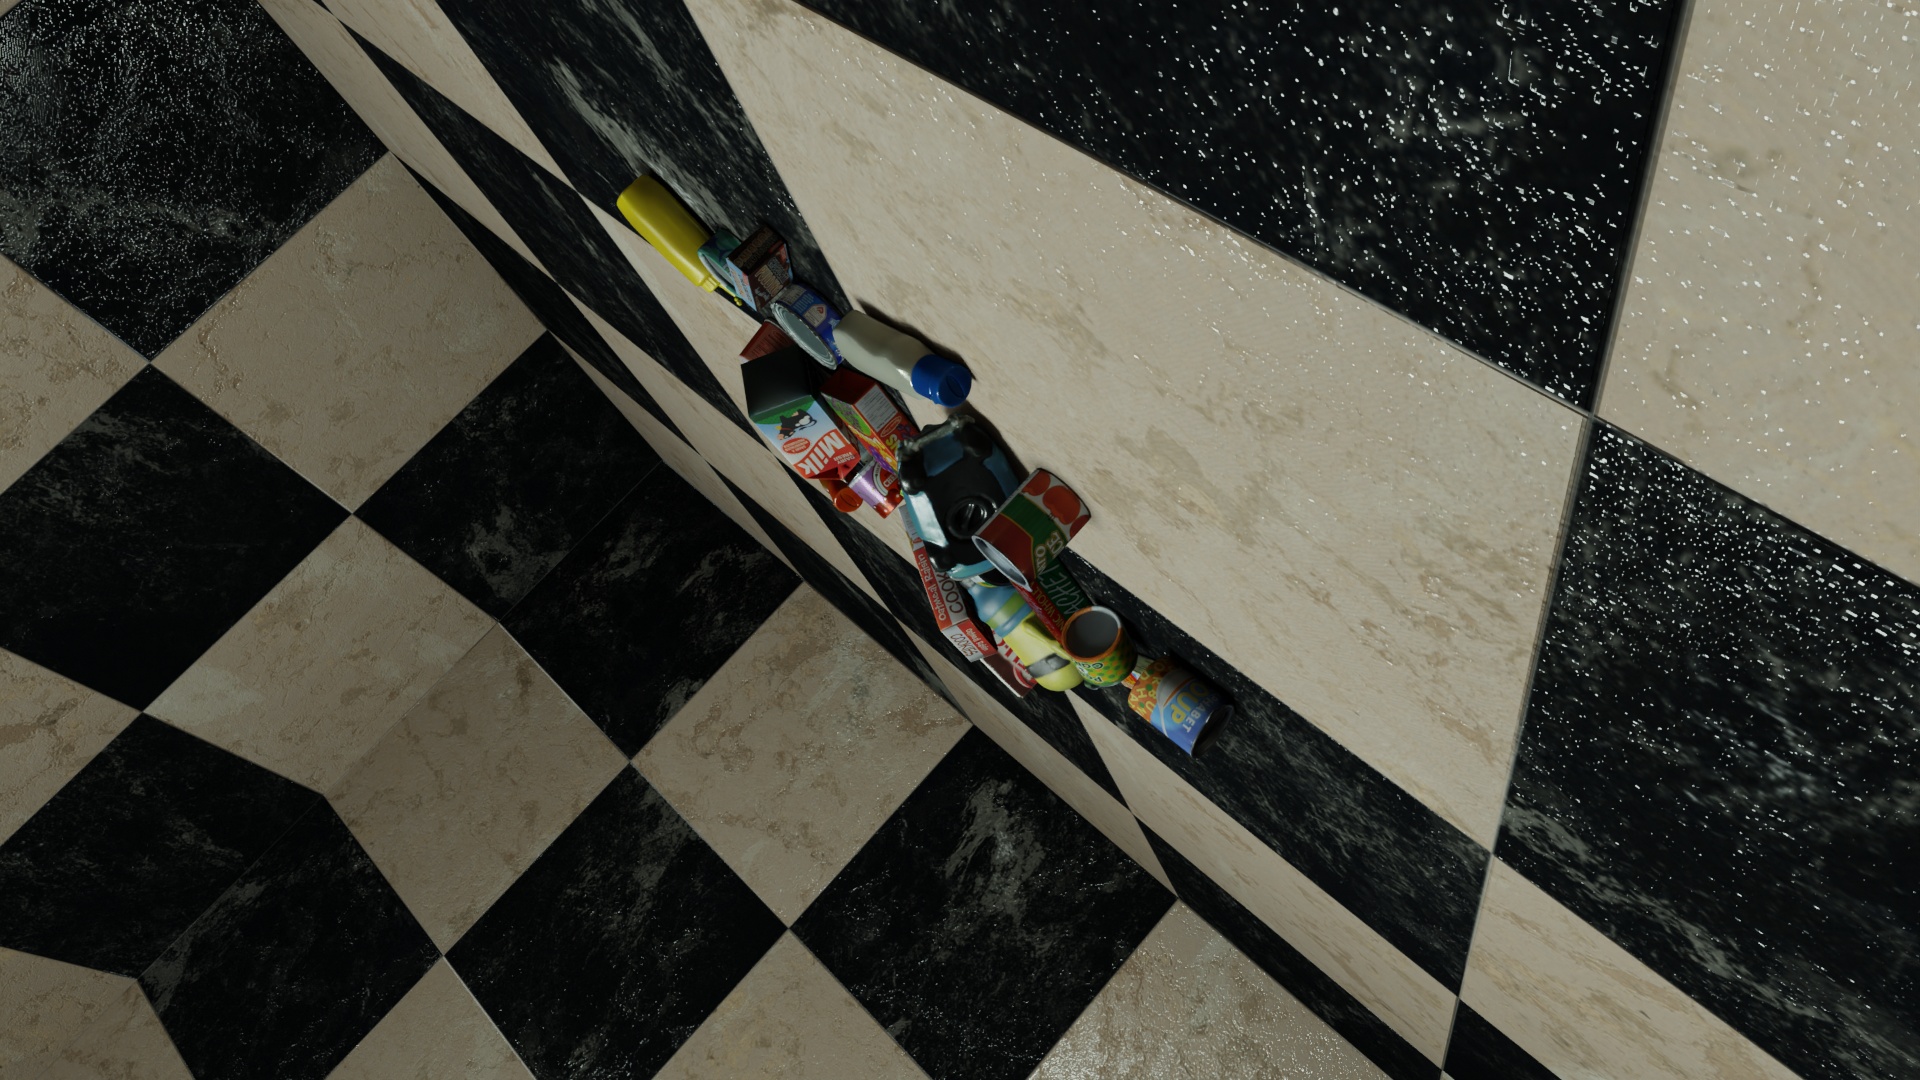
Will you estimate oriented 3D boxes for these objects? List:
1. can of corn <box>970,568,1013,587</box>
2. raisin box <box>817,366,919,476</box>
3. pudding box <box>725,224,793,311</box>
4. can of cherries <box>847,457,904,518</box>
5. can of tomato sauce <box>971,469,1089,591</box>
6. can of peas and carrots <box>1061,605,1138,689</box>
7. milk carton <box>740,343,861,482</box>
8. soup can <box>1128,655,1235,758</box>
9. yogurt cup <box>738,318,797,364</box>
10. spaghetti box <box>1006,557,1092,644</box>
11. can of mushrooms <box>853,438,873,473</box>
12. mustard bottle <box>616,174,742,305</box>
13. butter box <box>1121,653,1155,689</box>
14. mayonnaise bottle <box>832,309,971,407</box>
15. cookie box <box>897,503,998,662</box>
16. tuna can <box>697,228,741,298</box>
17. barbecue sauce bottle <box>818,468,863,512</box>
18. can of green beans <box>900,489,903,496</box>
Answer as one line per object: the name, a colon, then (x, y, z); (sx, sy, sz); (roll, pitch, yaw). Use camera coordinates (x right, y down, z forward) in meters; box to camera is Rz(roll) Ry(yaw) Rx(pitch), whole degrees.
can of corn: (0.040, 0.016, 1.465); (0.071, 0.071, 0.058); (44, 170, -6)
raisin box: (-0.084, -0.119, 1.453); (0.123, 0.040, 0.086); (51, 167, -32)
pudding box: (-0.182, -0.249, 1.270); (0.030, 0.050, 0.083); (44, 169, 7)
can of cherries: (-0.086, -0.068, 1.593); (0.058, 0.071, 0.071); (43, 170, -3)
can of tomato sauce: (0.063, -0.009, 1.210); (0.071, 0.083, 0.071); (41, 169, 10)
can of peas and carrots: (0.142, 0.111, 1.434); (0.071, 0.071, 0.058); (35, 166, 39)
milk carton: (-0.166, -0.131, 1.532); (0.190, 0.073, 0.072); (53, -159, -61)
soup can: (0.218, 0.161, 1.371); (0.084, 0.071, 0.071); (38, 168, 28)
yogurt cup: (-0.208, -0.204, 1.538); (0.072, 0.054, 0.072); (41, 169, 10)
spaghetti box: (0.072, 0.026, 1.418); (0.029, 0.050, 0.249); (32, 165, 50)
can of mushrooms: (-0.119, -0.105, 1.660); (0.071, 0.033, 0.071); (41, 169, 10)
mustard bottle: (-0.280, -0.303, 1.426); (0.160, 0.049, 0.065); (45, 170, -13)
butter box: (0.196, 0.145, 1.502); (0.053, 0.024, 0.103); (48, 168, -23)
mayonnaise bottle: (-0.048, -0.151, 1.182); (0.148, 0.041, 0.064); (31, 166, 46)
cookie box: (-0.013, 0.046, 1.622); (0.122, 0.040, 0.168); (51, -163, -62)
tuna can: (-0.227, -0.274, 1.381); (0.071, 0.033, 0.071); (42, 170, 9)
barbecue sauce bottle: (-0.154, -0.086, 1.716); (0.064, 0.043, 0.149); (40, -168, -35)
can of green beans: (-0.018, -0.052, 1.398); (0.058, 0.071, 0.071); (43, 170, 2)
